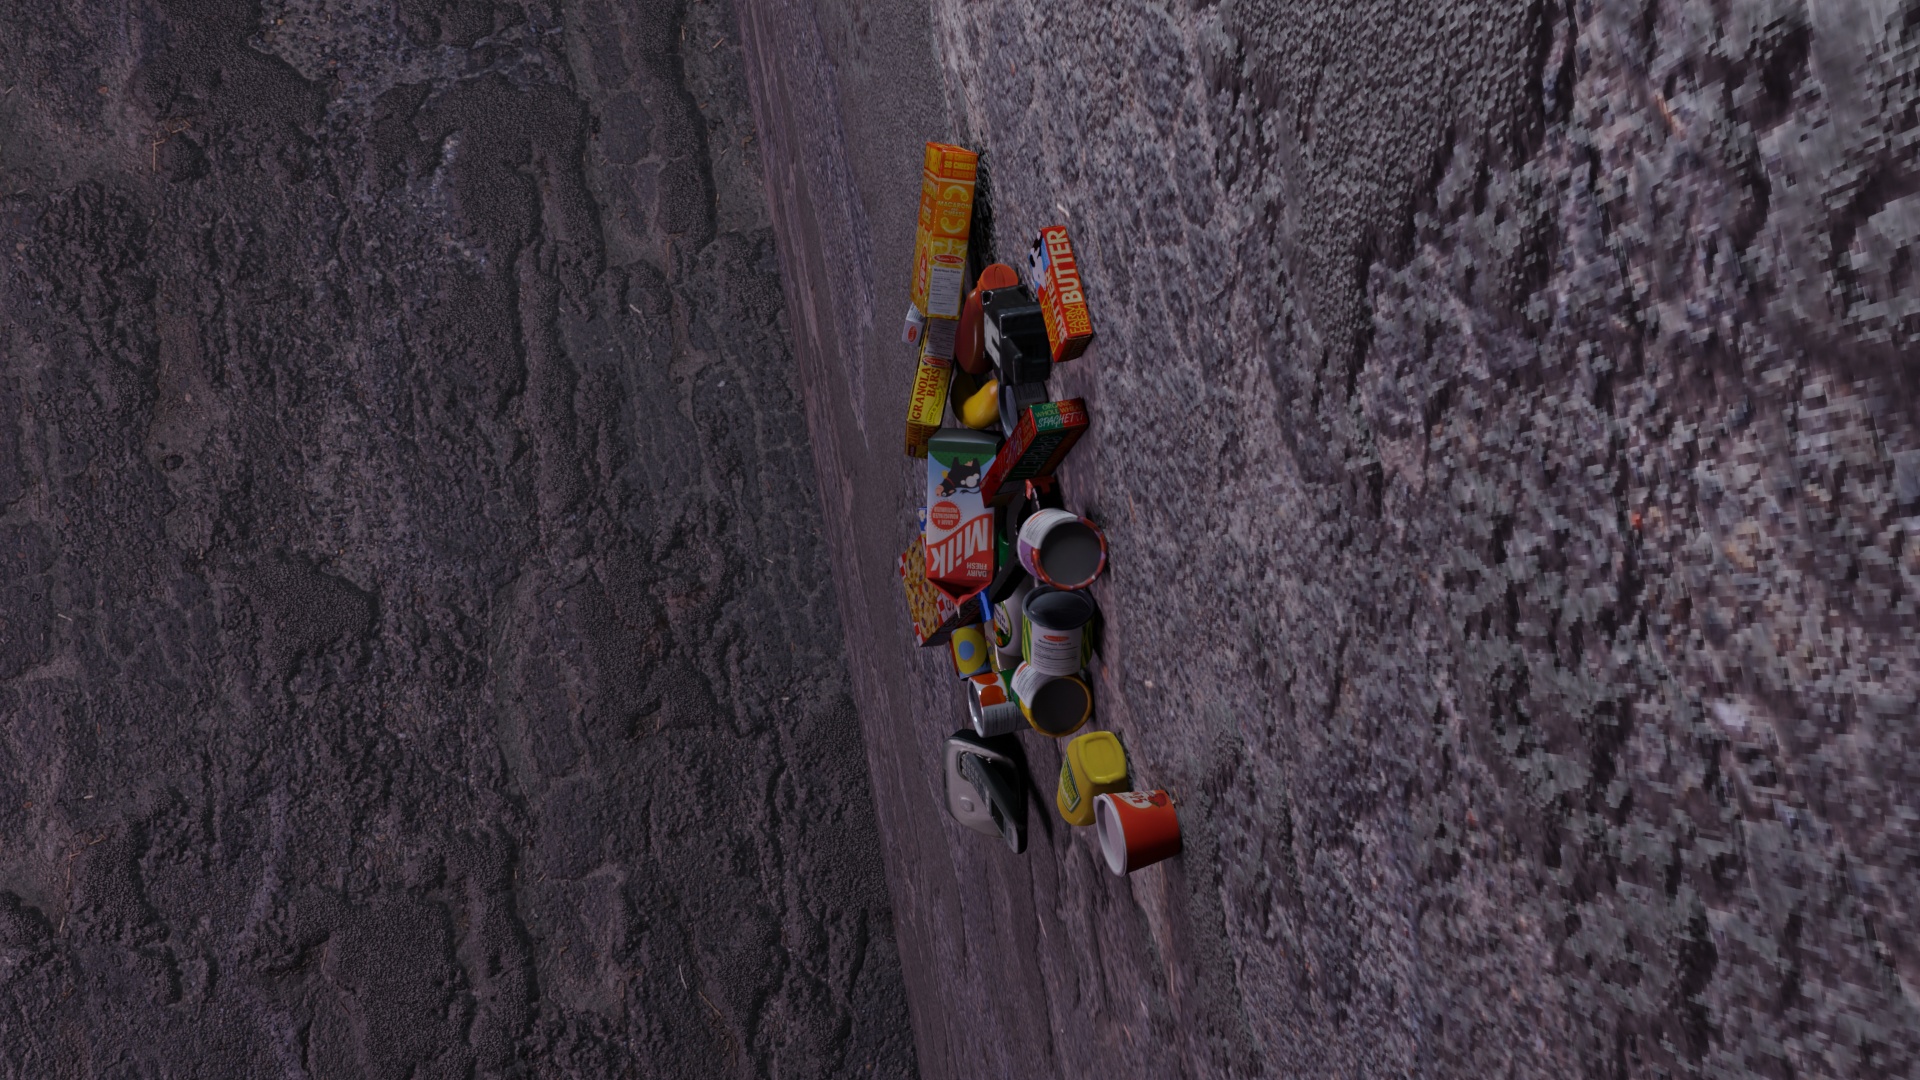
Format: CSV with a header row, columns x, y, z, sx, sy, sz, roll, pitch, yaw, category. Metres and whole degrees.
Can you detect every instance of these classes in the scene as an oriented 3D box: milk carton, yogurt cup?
x,y,z,sx,sy,sz,roll,pitch,yaw,category
0.005,-0.018,1.471,0.072,0.073,0.190,-57,-30,-72,milk carton
0.147,0.238,1.144,0.072,0.054,0.072,172,88,-79,yogurt cup

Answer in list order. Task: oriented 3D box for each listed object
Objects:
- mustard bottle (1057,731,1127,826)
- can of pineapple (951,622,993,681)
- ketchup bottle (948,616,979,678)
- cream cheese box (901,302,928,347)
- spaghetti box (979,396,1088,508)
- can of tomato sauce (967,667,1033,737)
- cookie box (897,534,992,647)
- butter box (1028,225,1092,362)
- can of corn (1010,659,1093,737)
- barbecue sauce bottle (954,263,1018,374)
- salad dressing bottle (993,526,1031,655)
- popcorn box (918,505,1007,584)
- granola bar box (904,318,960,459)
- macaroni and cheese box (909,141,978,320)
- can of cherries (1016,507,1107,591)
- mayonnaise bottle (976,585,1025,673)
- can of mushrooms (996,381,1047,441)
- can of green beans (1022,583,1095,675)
x,y,z,sx,sy,sz,roll,pitch,yaw,category
0.118,0.233,1.294,0.159,0.049,0.065,99,160,-58,mustard bottle
0.027,0.128,1.615,0.071,0.071,0.058,123,136,-73,can of pineapple
0.000,0.098,1.777,0.064,0.043,0.149,109,150,-64,ketchup bottle
-0.036,-0.276,1.570,0.053,0.024,0.104,113,177,-68,cream cheese box
0.065,-0.078,1.297,0.249,0.050,0.029,124,134,-73,spaghetti box
0.055,0.167,1.463,0.071,0.083,0.071,172,88,-78,can of tomato sauce
-0.018,0.044,1.709,0.166,0.040,0.123,-46,53,54,cookie box
0.083,-0.206,1.164,0.053,0.024,0.103,115,144,-71,butter box
0.089,0.150,1.333,0.058,0.071,0.071,-134,36,-69,can of corn
0.026,-0.223,1.384,0.148,0.044,0.065,115,148,-69,barbecue sauce bottle
0.058,0.052,1.452,0.064,0.044,0.146,-119,22,-50,salad dressing bottle
0.005,0.002,1.577,0.126,0.038,0.085,3,102,55,popcorn box
-0.033,-0.170,1.569,0.165,0.039,0.124,106,175,-80,granola bar box
-0.018,-0.321,1.431,0.124,0.040,0.165,-116,32,-69,macaroni and cheese box
0.090,0.009,1.212,0.058,0.071,0.071,-151,52,-74,can of cherries
0.051,0.124,1.552,0.064,0.041,0.148,110,148,-71,mayonnaise bottle
0.059,-0.127,1.325,0.071,0.033,0.071,172,88,-78,can of mushrooms
0.089,0.081,1.267,0.071,0.071,0.057,-114,18,-50,can of green beans
